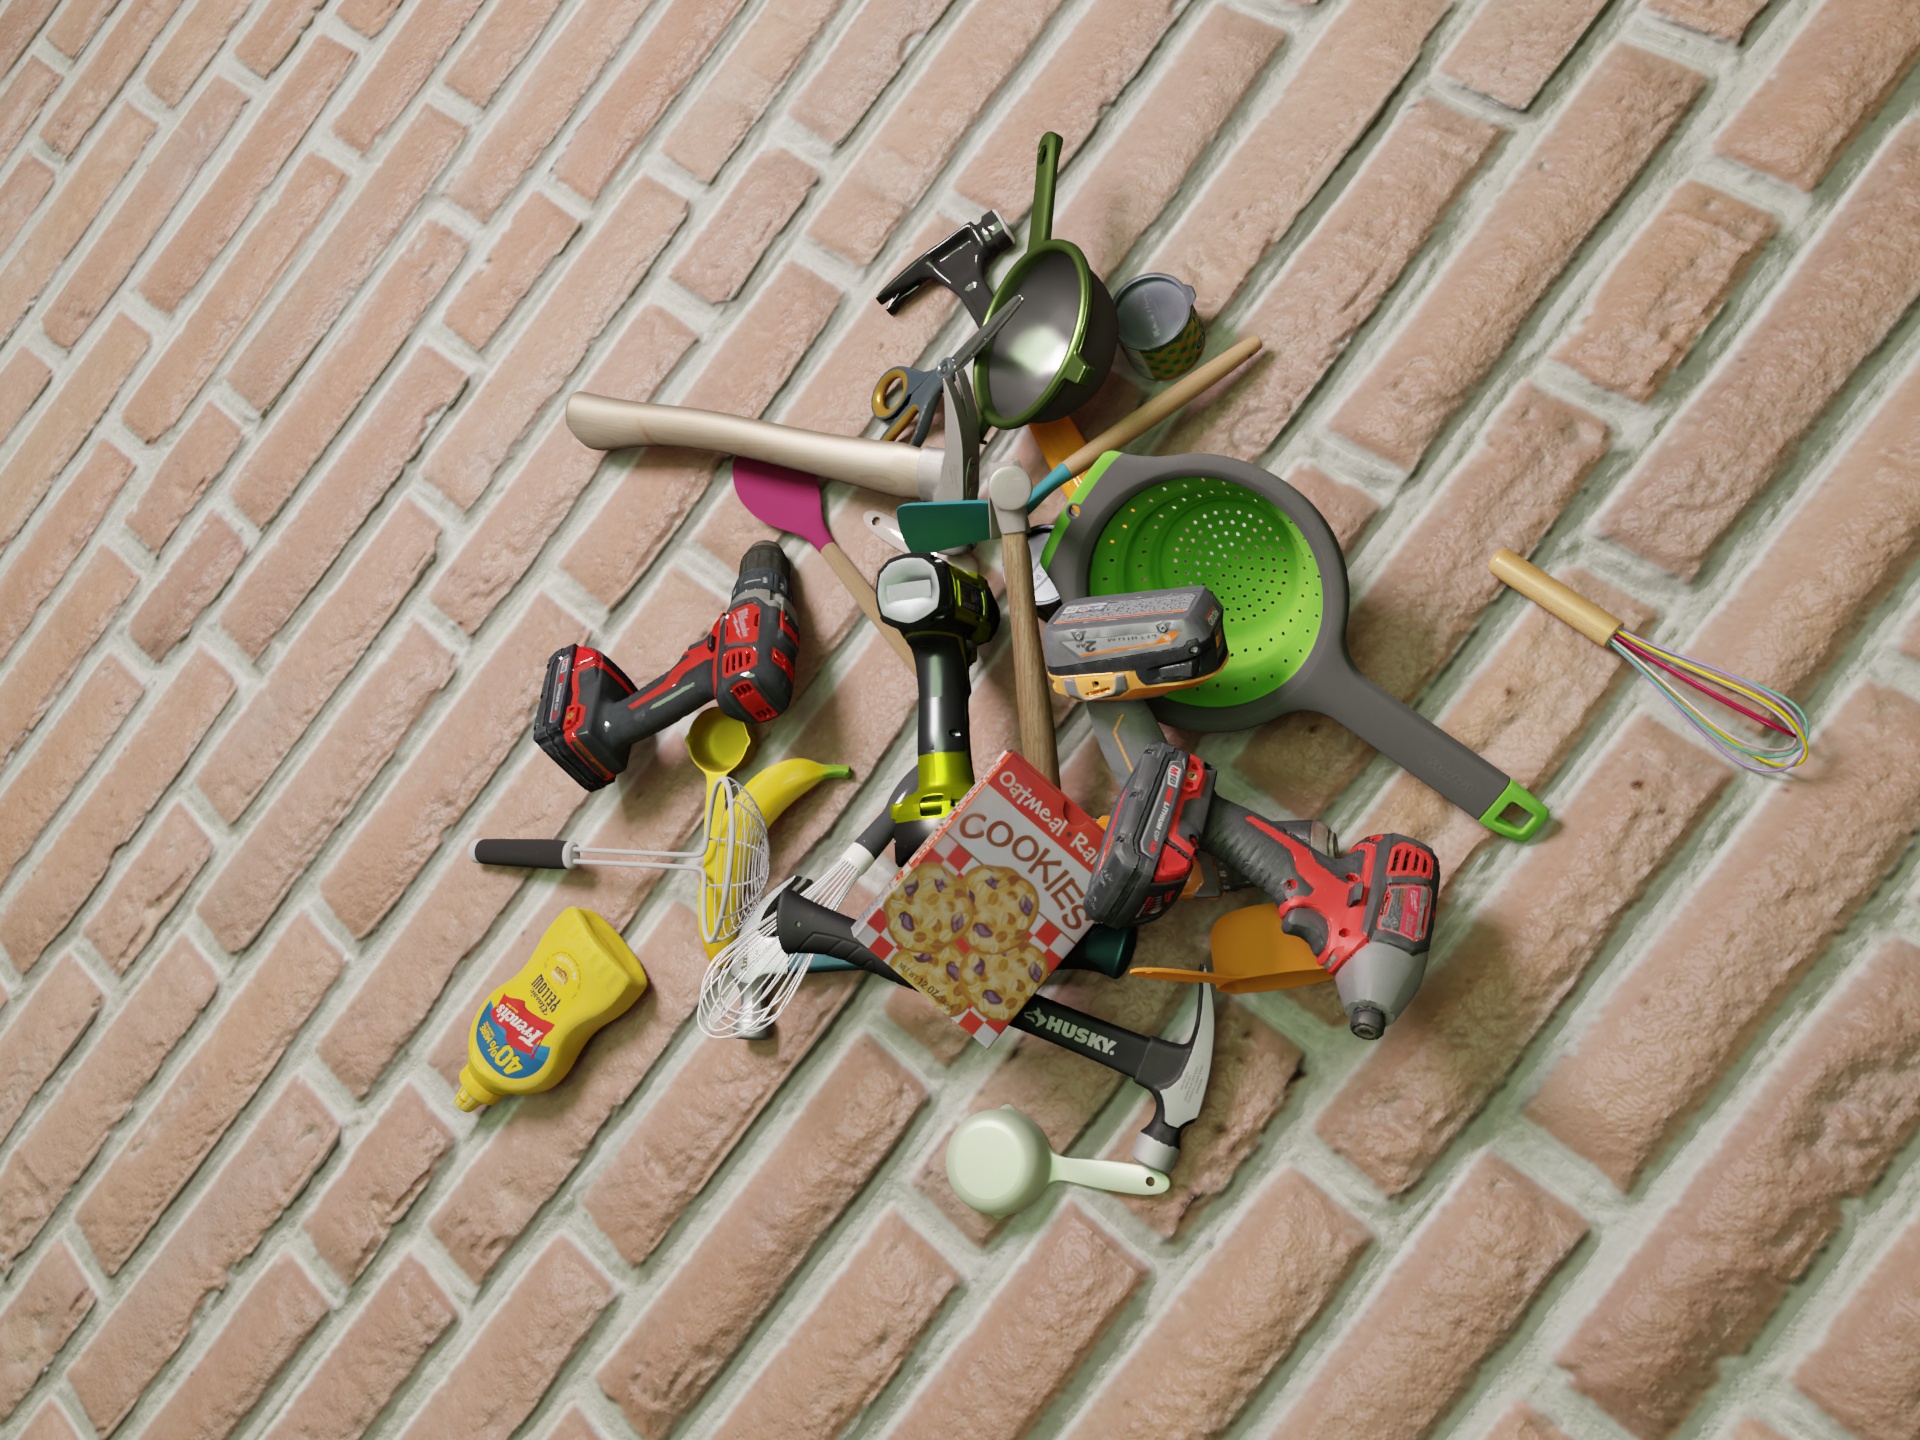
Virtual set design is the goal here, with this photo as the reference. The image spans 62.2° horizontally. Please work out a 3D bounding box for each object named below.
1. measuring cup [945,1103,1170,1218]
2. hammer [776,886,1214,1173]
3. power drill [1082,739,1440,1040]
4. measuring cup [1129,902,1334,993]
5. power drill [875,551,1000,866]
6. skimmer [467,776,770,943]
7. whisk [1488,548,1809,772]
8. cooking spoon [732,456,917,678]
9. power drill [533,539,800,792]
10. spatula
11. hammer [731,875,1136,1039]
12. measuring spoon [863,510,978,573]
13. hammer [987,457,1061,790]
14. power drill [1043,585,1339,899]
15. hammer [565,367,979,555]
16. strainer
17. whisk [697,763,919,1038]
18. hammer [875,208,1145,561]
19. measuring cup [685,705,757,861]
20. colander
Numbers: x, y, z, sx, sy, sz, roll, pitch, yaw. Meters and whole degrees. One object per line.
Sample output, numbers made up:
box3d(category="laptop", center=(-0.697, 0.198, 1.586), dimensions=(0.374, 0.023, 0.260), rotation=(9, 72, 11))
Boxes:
box3d(category="measuring cup", center=(0.067, 0.325, 1.150), dimensions=(0.167, 0.038, 0.083), rotation=(1, 77, 24))
box3d(category="hammer", center=(0.022, 0.193, 1.143), dimensions=(0.335, 0.035, 0.146), rotation=(21, 88, 5))
box3d(category="power drill", center=(0.200, 0.113, 1.033), dimensions=(0.219, 0.078, 0.143), rotation=(22, 53, 1))
box3d(category="measuring cup", center=(0.182, 0.152, 1.083), dimensions=(0.095, 0.173, 0.052), rotation=(-31, 58, 52))
box3d(category="power drill", center=(-0.002, -0.004, 1.200), dimensions=(0.080, 0.171, 0.223), rotation=(-6, 83, 19))
box3d(category="skimmer", center=(-0.293, 0.109, 1.288), dimensions=(0.363, 0.090, 0.127), rotation=(-1, 82, 33))
box3d(category="whisk", center=(0.466, -0.049, 1.082), dimensions=(0.245, 0.047, 0.051), rotation=(41, 95, 28))
box3d(category="cooking spoon", center=(-0.098, -0.127, 1.341), dimensions=(0.069, 0.017, 0.319), rotation=(-38, 66, 1))
box3d(category="power drill", center=(-0.235, -0.052, 1.329), dimensions=(0.226, 0.080, 0.188), rotation=(-22, 43, 18))
box3d(category="spatula", center=(0.097, -0.216, 1.230), dimensions=(0.317, 0.082, 0.044), rotation=(-34, 68, -5))
box3d(category="hammer", center=(-0.026, 0.180, 1.228), dimensions=(0.331, 0.033, 0.128), rotation=(-5, 76, 21))
box3d(category="measuring spoon", center=(-0.038, -0.145, 1.321), dimensions=(0.124, 0.018, 0.034), rotation=(34, 91, 26))
box3d(category="hammer", center=(0.052, -0.026, 1.170), dimensions=(0.031, 0.130, 0.331), rotation=(-7, 102, 1))
box3d(category="power drill", center=(0.161, 0.024, 1.119), dimensions=(0.185, 0.084, 0.226), rotation=(-4, 112, 22))
box3d(category="hammer", center=(-0.169, -0.244, 1.339), dimensions=(0.411, 0.038, 0.146), rotation=(14, 120, 26))
box3d(category="strainer", center=(0.081, -0.342, 1.253), dimensions=(0.151, 0.069, 0.256), rotation=(-19, 61, 55))
box3d(category="whisk", center=(-0.098, 0.131, 1.217), dimensions=(0.070, 0.070, 0.285), rotation=(31, 67, 25))
box3d(category="hammer", center=(0.052, -0.265, 1.306), dimensions=(0.127, 0.034, 0.337), rotation=(-32, 67, 11))
box3d(category="measuring cup", center=(-0.199, 0.066, 1.335), dimensions=(0.062, 0.029, 0.156), rotation=(0, 89, 21))
box3d(category="colander", center=(0.251, -0.053, 1.147), dimensions=(0.397, 0.094, 0.204), rotation=(36, 120, 8))
